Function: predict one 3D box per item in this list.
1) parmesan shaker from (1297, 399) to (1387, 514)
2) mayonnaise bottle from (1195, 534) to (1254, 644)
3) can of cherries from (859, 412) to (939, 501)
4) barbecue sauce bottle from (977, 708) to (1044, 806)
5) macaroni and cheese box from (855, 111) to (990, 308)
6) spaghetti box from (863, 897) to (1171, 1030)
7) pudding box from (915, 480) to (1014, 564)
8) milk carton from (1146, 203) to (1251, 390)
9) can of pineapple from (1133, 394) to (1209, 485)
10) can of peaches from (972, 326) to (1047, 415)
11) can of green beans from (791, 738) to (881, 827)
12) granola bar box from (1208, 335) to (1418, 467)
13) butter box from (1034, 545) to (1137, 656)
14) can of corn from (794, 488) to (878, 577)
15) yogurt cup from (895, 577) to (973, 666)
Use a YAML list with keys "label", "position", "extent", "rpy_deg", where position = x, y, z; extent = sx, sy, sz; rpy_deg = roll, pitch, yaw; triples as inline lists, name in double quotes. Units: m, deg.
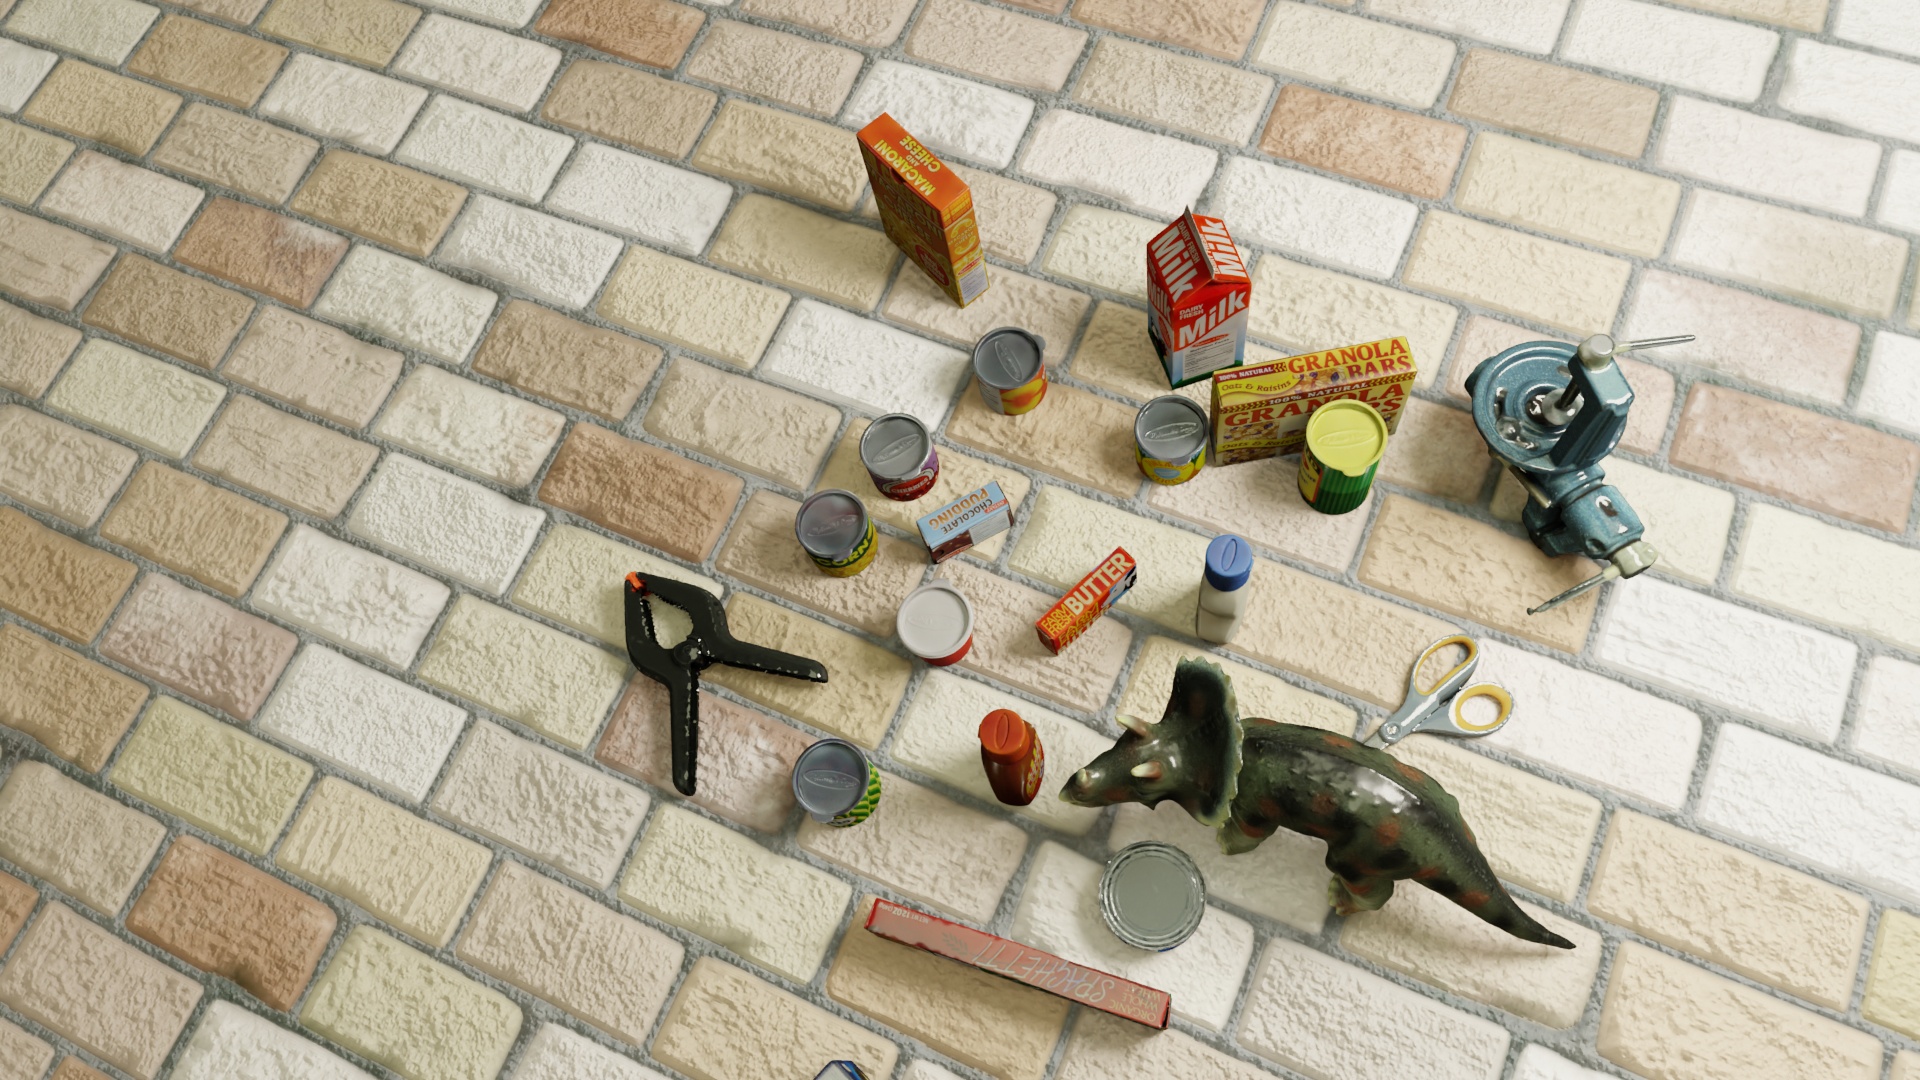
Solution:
- label: "parmesan shaker"
  position: [0.329, -0.068, 1.204]
  extent: [0.071, 0.102, 0.071]
  rpy_deg: [-3, 68, 7]
- label: "mayonnaise bottle"
  position: [0.219, 0.037, 1.153]
  extent: [0.041, 0.147, 0.065]
  rpy_deg: [15, 72, 14]
- label: "can of cherries"
  position: [-0.055, -0.074, 1.284]
  extent: [0.071, 0.058, 0.072]
  rpy_deg: [-3, 68, 7]
- label: "barbecue sauce bottle"
  position: [0.041, 0.171, 1.124]
  extent: [0.044, 0.148, 0.065]
  rpy_deg: [7, 70, 11]
- label: "macaroni and cheese box"
  position: [-0.033, -0.309, 1.318]
  extent: [0.040, 0.166, 0.124]
  rpy_deg: [-41, 69, -8]
- label: "spaghetti box"
  position: [0.047, 0.338, 1.109]
  extent: [0.250, 0.050, 0.029]
  rpy_deg: [14, 71, 13]
- label: "pudding box"
  position: [0.004, -0.016, 1.257]
  extent: [0.084, 0.049, 0.030]
  rpy_deg: [-28, 68, -3]
- label: "milk carton"
  position: [0.210, -0.217, 1.233]
  extent: [0.073, 0.190, 0.072]
  rpy_deg: [-18, 67, 1]
- label: "can of pineapple"
  position: [0.190, -0.088, 1.256]
  extent: [0.071, 0.057, 0.071]
  rpy_deg: [-3, 68, 7]
- label: "can of peaches"
  position: [0.049, -0.159, 1.304]
  extent: [0.071, 0.058, 0.071]
  rpy_deg: [-3, 68, 7]
- label: "can of green beans"
  position: [-0.104, 0.207, 1.179]
  extent: [0.071, 0.057, 0.071]
  rpy_deg: [-3, 68, 7]
- label: "granola bar box"
  position: [0.303, -0.120, 1.218]
  extent: [0.165, 0.124, 0.039]
  rpy_deg: [-10, 68, 4]
- label: "butter box"
  position: [0.111, 0.054, 1.213]
  extent: [0.103, 0.053, 0.024]
  rpy_deg: [-42, 69, -9]
- label: "can of corn"
  position: [-0.111, -0.004, 1.264]
  extent: [0.071, 0.058, 0.071]
  rpy_deg: [-3, 68, 7]
- label: "yogurt cup"
  position: [-0.019, 0.077, 1.221]
  extent: [0.072, 0.053, 0.072]
  rpy_deg: [-3, 68, 7]
